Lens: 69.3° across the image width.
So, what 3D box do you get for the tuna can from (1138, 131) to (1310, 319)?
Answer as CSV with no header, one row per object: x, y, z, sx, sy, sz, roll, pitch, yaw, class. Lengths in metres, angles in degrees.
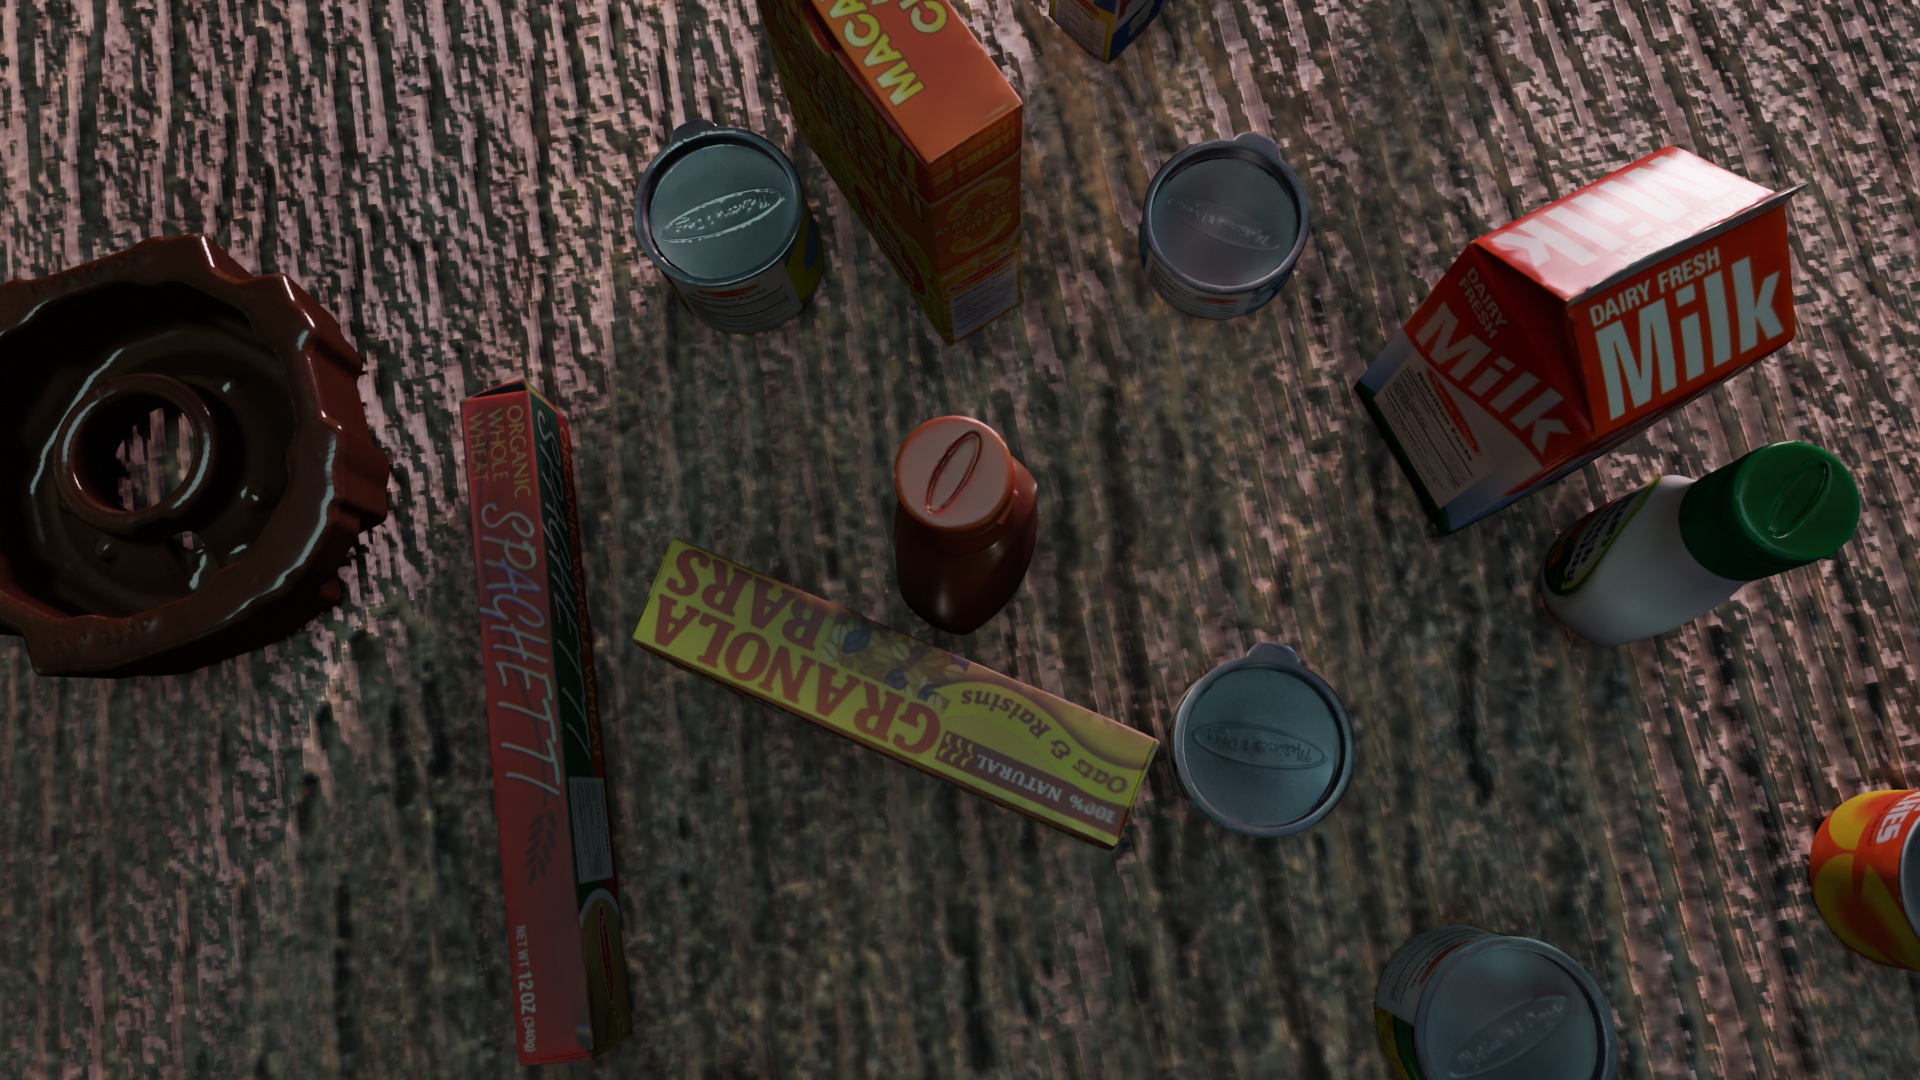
0.107,-0.128,0.564,0.071,0.032,0.071,0,79,2,tuna can

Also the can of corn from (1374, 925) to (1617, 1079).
0.186,0.173,0.486,0.071,0.058,0.071,0,79,2,can of corn

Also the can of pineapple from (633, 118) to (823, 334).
-0.091,-0.124,0.559,0.071,0.057,0.071,0,79,2,can of pineapple

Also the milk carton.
0.203,-0.065,0.467,0.072,0.190,0.073,-27,79,-3,milk carton

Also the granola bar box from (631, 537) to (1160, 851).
-0.019,0.058,0.485,0.166,0.124,0.039,22,81,7,granola bar box

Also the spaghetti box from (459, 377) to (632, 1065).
-0.157,0.065,0.527,0.029,0.050,0.250,-10,78,1,spaghetti box

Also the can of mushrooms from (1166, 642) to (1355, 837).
0.112,0.075,0.522,0.071,0.033,0.071,0,79,2,can of mushrooms

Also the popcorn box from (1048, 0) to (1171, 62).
0.091,-0.268,0.567,0.038,0.085,0.127,42,83,9,popcorn box

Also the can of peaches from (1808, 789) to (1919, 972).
0.347,0.119,0.491,0.071,0.058,0.071,0,79,2,can of peaches

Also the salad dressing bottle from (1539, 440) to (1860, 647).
0.246,0.002,0.473,0.044,0.147,0.064,39,83,9,salad dressing bottle

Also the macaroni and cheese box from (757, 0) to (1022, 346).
-0.026,-0.154,0.507,0.040,0.166,0.124,-33,79,-4,macaroni and cheese box

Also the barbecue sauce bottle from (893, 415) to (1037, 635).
0.002,-0.006,0.484,0.044,0.148,0.065,30,82,8,barbecue sauce bottle
